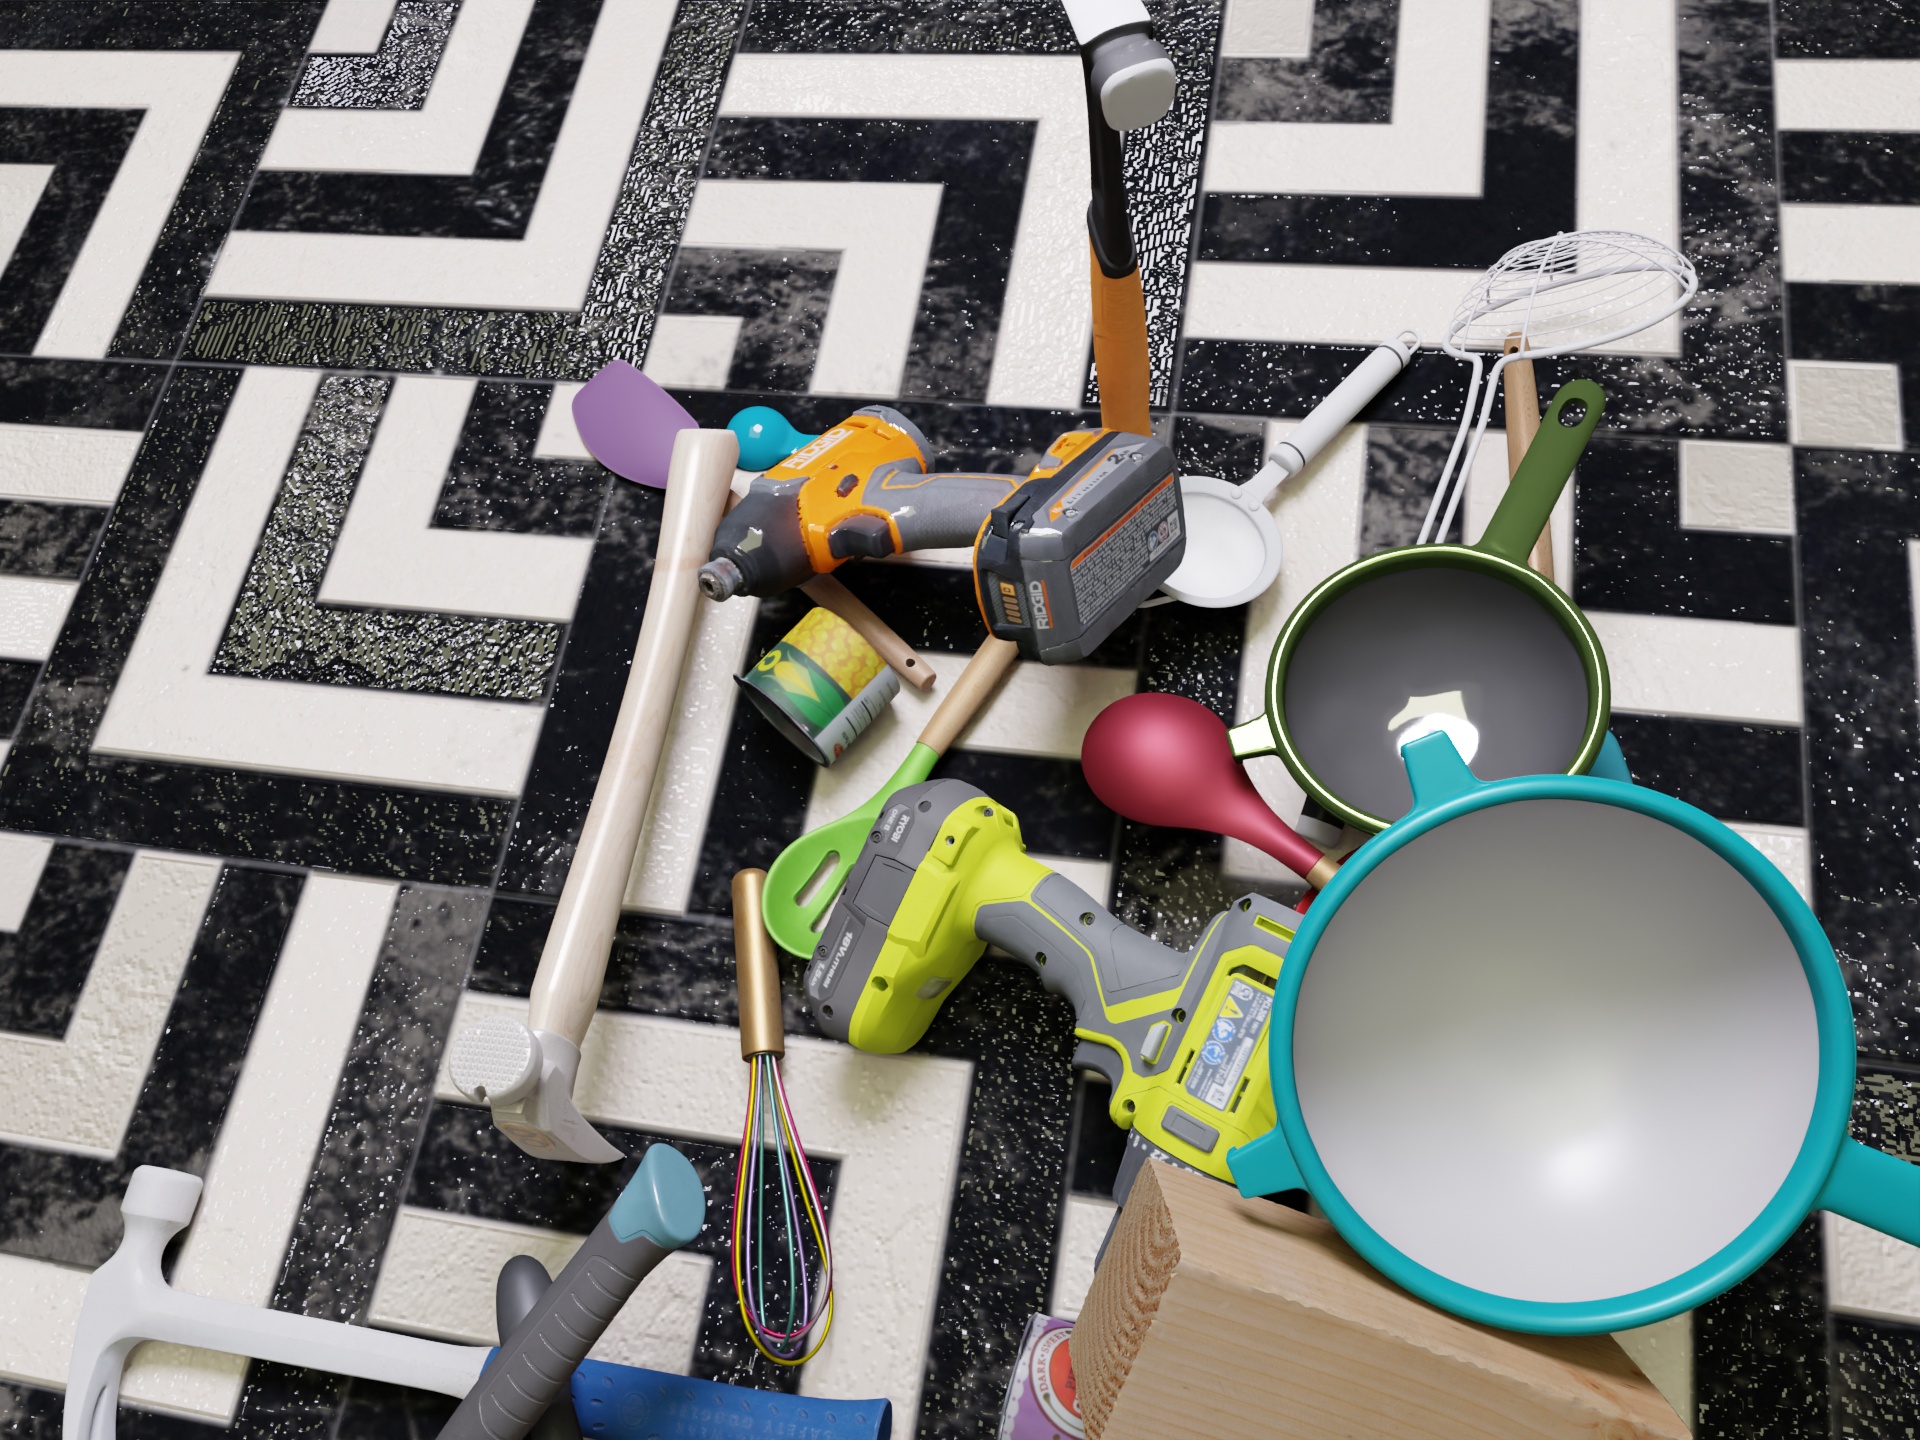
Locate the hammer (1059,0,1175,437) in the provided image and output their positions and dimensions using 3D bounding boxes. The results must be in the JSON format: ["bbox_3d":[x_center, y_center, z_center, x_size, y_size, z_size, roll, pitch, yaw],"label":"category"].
[{"bbox_3d":[0.071,-0.223,0.770,0.034,0.336,0.127,-19,63,-1],"label":"hammer"}]

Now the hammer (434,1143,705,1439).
[{"bbox_3d":[-0.214,0.318,0.664,0.331,0.033,0.128,-52,40,3],"label":"hammer"}]

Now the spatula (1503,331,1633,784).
[{"bbox_3d":[0.299,-0.079,0.829,0.082,0.044,0.318,-13,59,33],"label":"spatula"}]

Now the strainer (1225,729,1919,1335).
[{"bbox_3d":[0.286,0.148,0.629,0.340,0.095,0.211,22,95,4],"label":"strainer"}]

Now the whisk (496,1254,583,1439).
[{"bbox_3d":[-0.154,0.360,0.664,0.070,0.070,0.285,-23,59,-1],"label":"whisk"}]

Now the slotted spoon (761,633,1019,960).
[{"bbox_3d":[-0.001,-0.003,0.855,0.070,0.031,0.314,30,72,15],"label":"slotted spoon"}]

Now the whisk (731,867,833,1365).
[{"bbox_3d":[-0.093,0.188,0.781,0.047,0.051,0.245,-1,60,-14],"label":"whisk"}]

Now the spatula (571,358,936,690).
[{"bbox_3d":[-0.126,-0.115,0.931,0.060,0.018,0.316,-46,66,-7],"label":"spatula"}]

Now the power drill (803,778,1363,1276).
[{"bbox_3d":[0.046,0.142,0.728,0.229,0.080,0.190,25,88,27],"label":"power drill"}]

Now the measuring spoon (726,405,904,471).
[{"bbox_3d":[-0.082,-0.166,0.944,0.128,0.021,0.042,9,68,14],"label":"measuring spoon"}]

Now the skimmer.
[{"bbox_3d":[0.269,-0.097,0.828,0.127,0.090,0.363,17,83,54],"label":"skimmer"}]

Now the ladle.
[{"bbox_3d":[0.182,0.084,0.724,0.316,0.031,0.069,38,79,21],"label":"ladle"}]

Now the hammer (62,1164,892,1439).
[{"bbox_3d":[-0.233,0.312,0.746,0.405,0.035,0.144,5,67,12],"label":"hammer"}]

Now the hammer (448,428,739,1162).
[{"bbox_3d":[-0.168,0.019,0.831,0.038,0.146,0.411,3,59,10],"label":"hammer"}]

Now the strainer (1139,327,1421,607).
[{"bbox_3d":[0.176,-0.137,0.879,0.087,0.050,0.258,41,72,17],"label":"strainer"}]

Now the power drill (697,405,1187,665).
[{"bbox_3d":[-0.018,-0.095,0.817,0.227,0.084,0.164,14,42,36],"label":"power drill"}]

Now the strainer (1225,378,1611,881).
[{"bbox_3d":[0.247,-0.046,0.758,0.151,0.069,0.256,24,73,24],"label":"strainer"}]
